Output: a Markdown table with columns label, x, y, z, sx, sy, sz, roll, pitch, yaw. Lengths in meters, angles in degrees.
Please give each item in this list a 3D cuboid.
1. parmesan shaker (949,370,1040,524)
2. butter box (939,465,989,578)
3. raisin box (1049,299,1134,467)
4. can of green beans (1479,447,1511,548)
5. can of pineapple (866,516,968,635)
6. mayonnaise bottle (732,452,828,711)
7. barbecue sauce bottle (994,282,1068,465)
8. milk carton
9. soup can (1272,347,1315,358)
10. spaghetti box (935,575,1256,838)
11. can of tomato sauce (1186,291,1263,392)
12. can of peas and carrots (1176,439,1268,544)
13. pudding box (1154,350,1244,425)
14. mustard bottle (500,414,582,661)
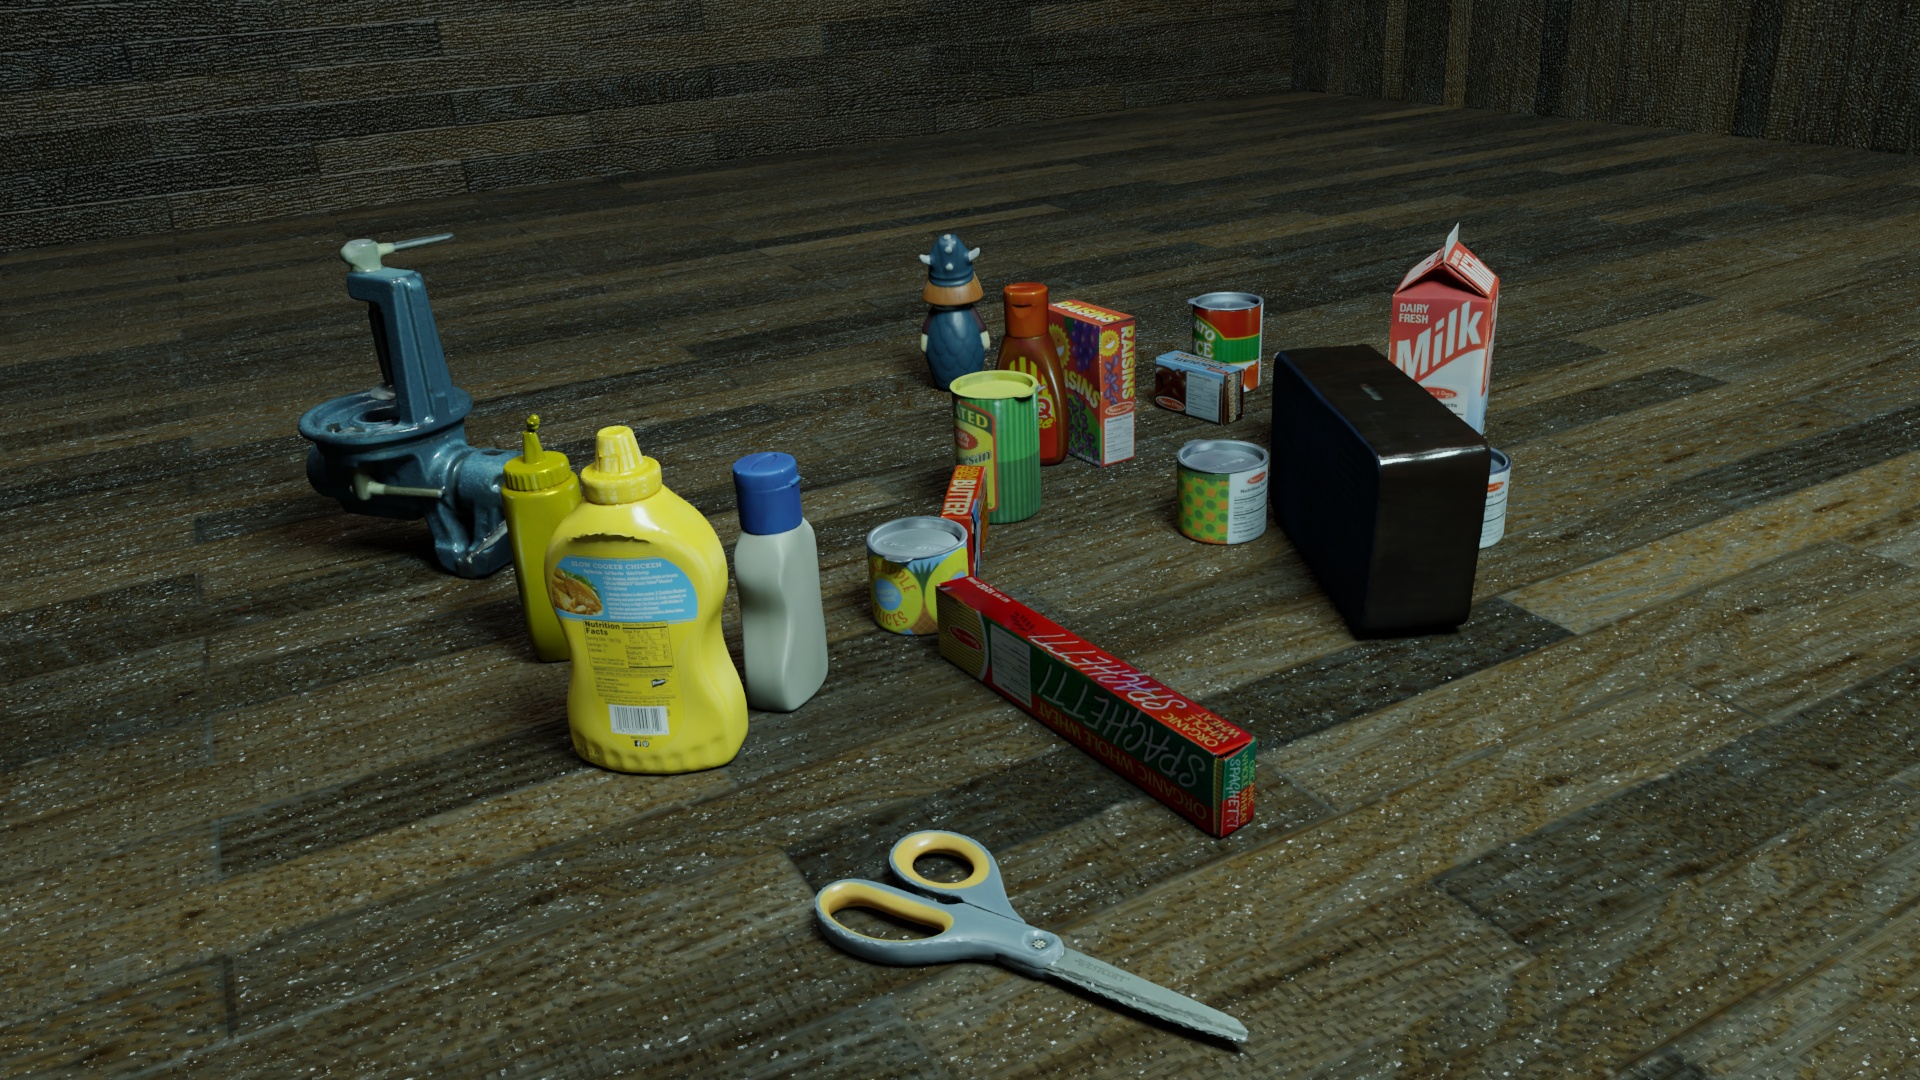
| label | x | y | z | sx | sy | sz | roll | pitch | yaw |
| --- | --- | --- | --- | --- | --- | --- | --- | --- | --- |
| parmesan shaker | 0.029 | -0.070 | 1.061 | 0.071 | 0.102 | 0.071 | -3 | 24 | 1 |
| butter box | 0.004 | -0.012 | 0.995 | 0.024 | 0.053 | 0.104 | 0 | 24 | 7 |
| raisin box | 0.107 | -0.133 | 1.168 | 0.040 | 0.122 | 0.086 | -17 | 27 | -28 |
| can of green beans | 0.354 | -0.032 | 0.989 | 0.071 | 0.057 | 0.071 | -3 | 24 | 1 |
| can of pineapple | -0.028 | 0.023 | 0.912 | 0.071 | 0.057 | 0.071 | -3 | 24 | 1 |
| mayonnaise bottle | -0.107 | 0.023 | 0.812 | 0.041 | 0.147 | 0.065 | 4 | 25 | 17 |
| barbecue sauce bottle | 0.057 | -0.137 | 1.153 | 0.065 | 0.148 | 0.044 | 3 | 24 | 14 |
| milk carton | 0.373 | -0.144 | 1.077 | 0.073 | 0.189 | 0.073 | 7 | 26 | 23 |
| soup can | 0.290 | -0.110 | 1.141 | 0.071 | 0.083 | 0.071 | -3 | 24 | 1 |
| spaghetti box | 0.066 | 0.084 | 0.772 | 0.029 | 0.050 | 0.250 | -18 | 28 | -30 |
| can of tomato sauce | 0.252 | -0.189 | 1.325 | 0.071 | 0.082 | 0.071 | -3 | 24 | 1 |
| can of peas and carrots | 0.190 | -0.037 | 1.019 | 0.071 | 0.058 | 0.071 | -3 | 24 | 1 |
| pudding box | 0.216 | -0.139 | 1.258 | 0.030 | 0.049 | 0.084 | -21 | 29 | -35 |
| mustard bottle | -0.261 | -0.004 | 0.878 | 0.049 | 0.159 | 0.065 | -9 | 24 | -12 |
